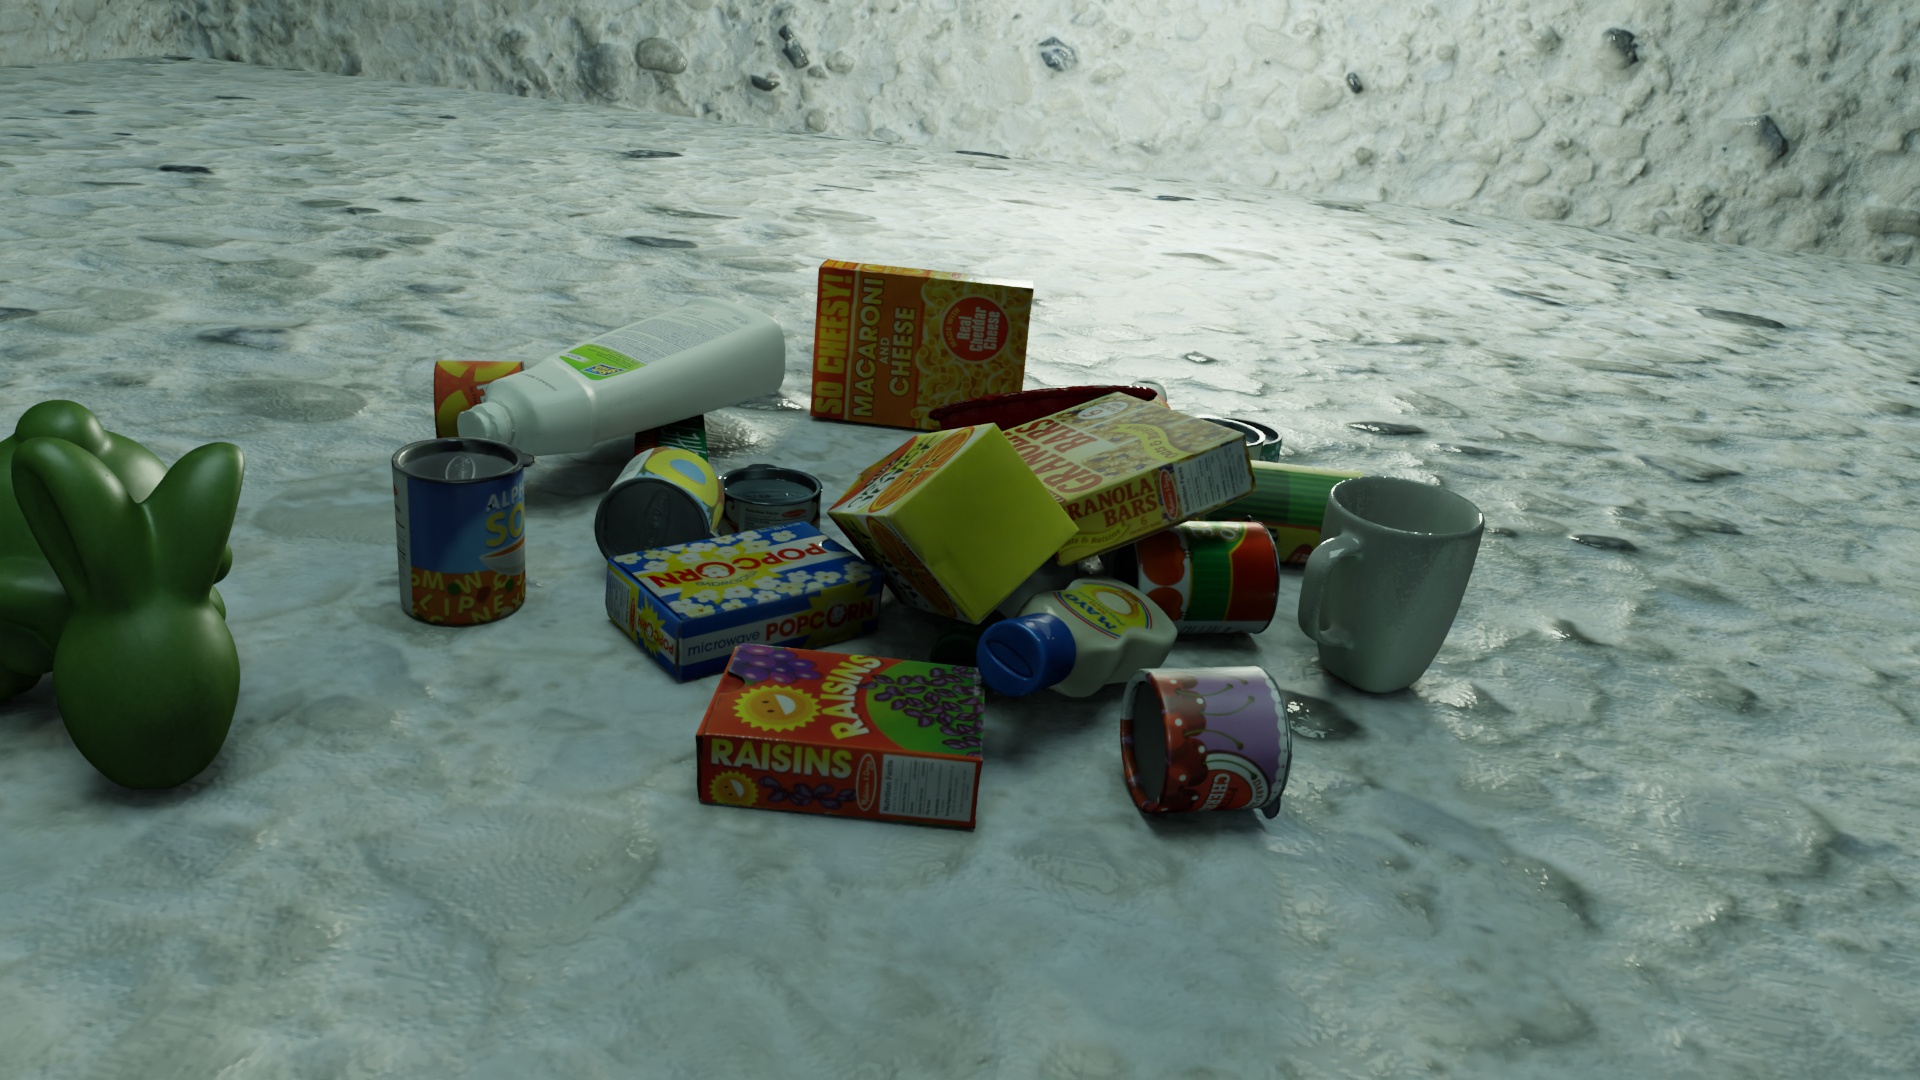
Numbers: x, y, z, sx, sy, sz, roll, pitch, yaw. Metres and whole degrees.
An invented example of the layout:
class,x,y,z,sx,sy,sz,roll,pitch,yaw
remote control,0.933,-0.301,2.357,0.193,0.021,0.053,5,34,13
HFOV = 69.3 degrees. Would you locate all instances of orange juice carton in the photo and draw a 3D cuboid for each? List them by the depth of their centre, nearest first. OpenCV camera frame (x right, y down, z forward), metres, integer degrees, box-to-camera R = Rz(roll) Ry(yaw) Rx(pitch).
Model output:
class,x,y,z,sx,sy,sz,roll,pitch,yaw
orange juice carton,-0.015,-0.011,0.760,0.073,0.071,0.192,-42,12,-11

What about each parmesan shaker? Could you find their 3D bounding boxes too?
class,x,y,z,sx,sy,sz,roll,pitch,yaw
parmesan shaker,0.209,-0.018,0.922,0.103,0.071,0.071,5,22,0

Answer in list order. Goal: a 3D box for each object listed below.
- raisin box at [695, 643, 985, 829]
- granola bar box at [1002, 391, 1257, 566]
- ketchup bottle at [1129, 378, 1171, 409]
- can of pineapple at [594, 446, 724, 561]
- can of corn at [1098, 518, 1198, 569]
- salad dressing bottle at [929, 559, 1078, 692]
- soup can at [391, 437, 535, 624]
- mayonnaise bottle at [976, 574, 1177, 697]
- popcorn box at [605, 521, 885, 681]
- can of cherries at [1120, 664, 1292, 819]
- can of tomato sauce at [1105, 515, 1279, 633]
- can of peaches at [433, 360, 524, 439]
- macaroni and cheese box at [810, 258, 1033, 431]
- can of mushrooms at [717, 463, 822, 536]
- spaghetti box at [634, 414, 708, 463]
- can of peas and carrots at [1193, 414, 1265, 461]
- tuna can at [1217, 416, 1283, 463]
class,x,y,z,sx,sy,sz,roll,pitch,yaw
raisin box,-0.051,0.088,0.637,0.123,0.040,0.086,5,23,0
granola bar box,0.079,-0.041,0.823,0.124,0.039,0.166,-20,19,-13
ketchup bottle,0.143,-0.093,1.110,0.065,0.043,0.149,9,22,8
can of pineapple,-0.174,-0.015,0.818,0.071,0.070,0.058,5,22,-2
can of corn,0.119,-0.011,0.875,0.071,0.071,0.058,6,23,1
salad dressing bottle,0.024,0.038,0.769,0.064,0.043,0.148,6,23,18
soup can,-0.266,-0.006,0.747,0.071,0.083,0.071,5,23,-2
mayonnaise bottle,0.058,0.050,0.704,0.065,0.041,0.148,37,19,21
popcorn box,-0.118,0.030,0.759,0.127,0.038,0.085,-12,28,-37
can of cherries,0.110,0.093,0.633,0.058,0.071,0.072,0,23,-13
can of tomato sauce,0.132,0.019,0.805,0.083,0.071,0.071,0,23,-12
can of peaches,-0.329,-0.091,0.956,0.058,0.071,0.071,-1,24,-16
macaroni and cheese box,-0.031,-0.151,1.101,0.166,0.123,0.040,6,19,1
can of mushrooms,-0.122,-0.022,0.887,0.071,0.033,0.071,5,23,-2
spaghetti box,-0.206,-0.070,0.986,0.050,0.028,0.251,0,23,-12
can of peas and carrots,0.181,-0.053,1.003,0.071,0.058,0.071,5,22,-2
tuna can,0.218,-0.071,1.088,0.071,0.032,0.071,5,23,-2
